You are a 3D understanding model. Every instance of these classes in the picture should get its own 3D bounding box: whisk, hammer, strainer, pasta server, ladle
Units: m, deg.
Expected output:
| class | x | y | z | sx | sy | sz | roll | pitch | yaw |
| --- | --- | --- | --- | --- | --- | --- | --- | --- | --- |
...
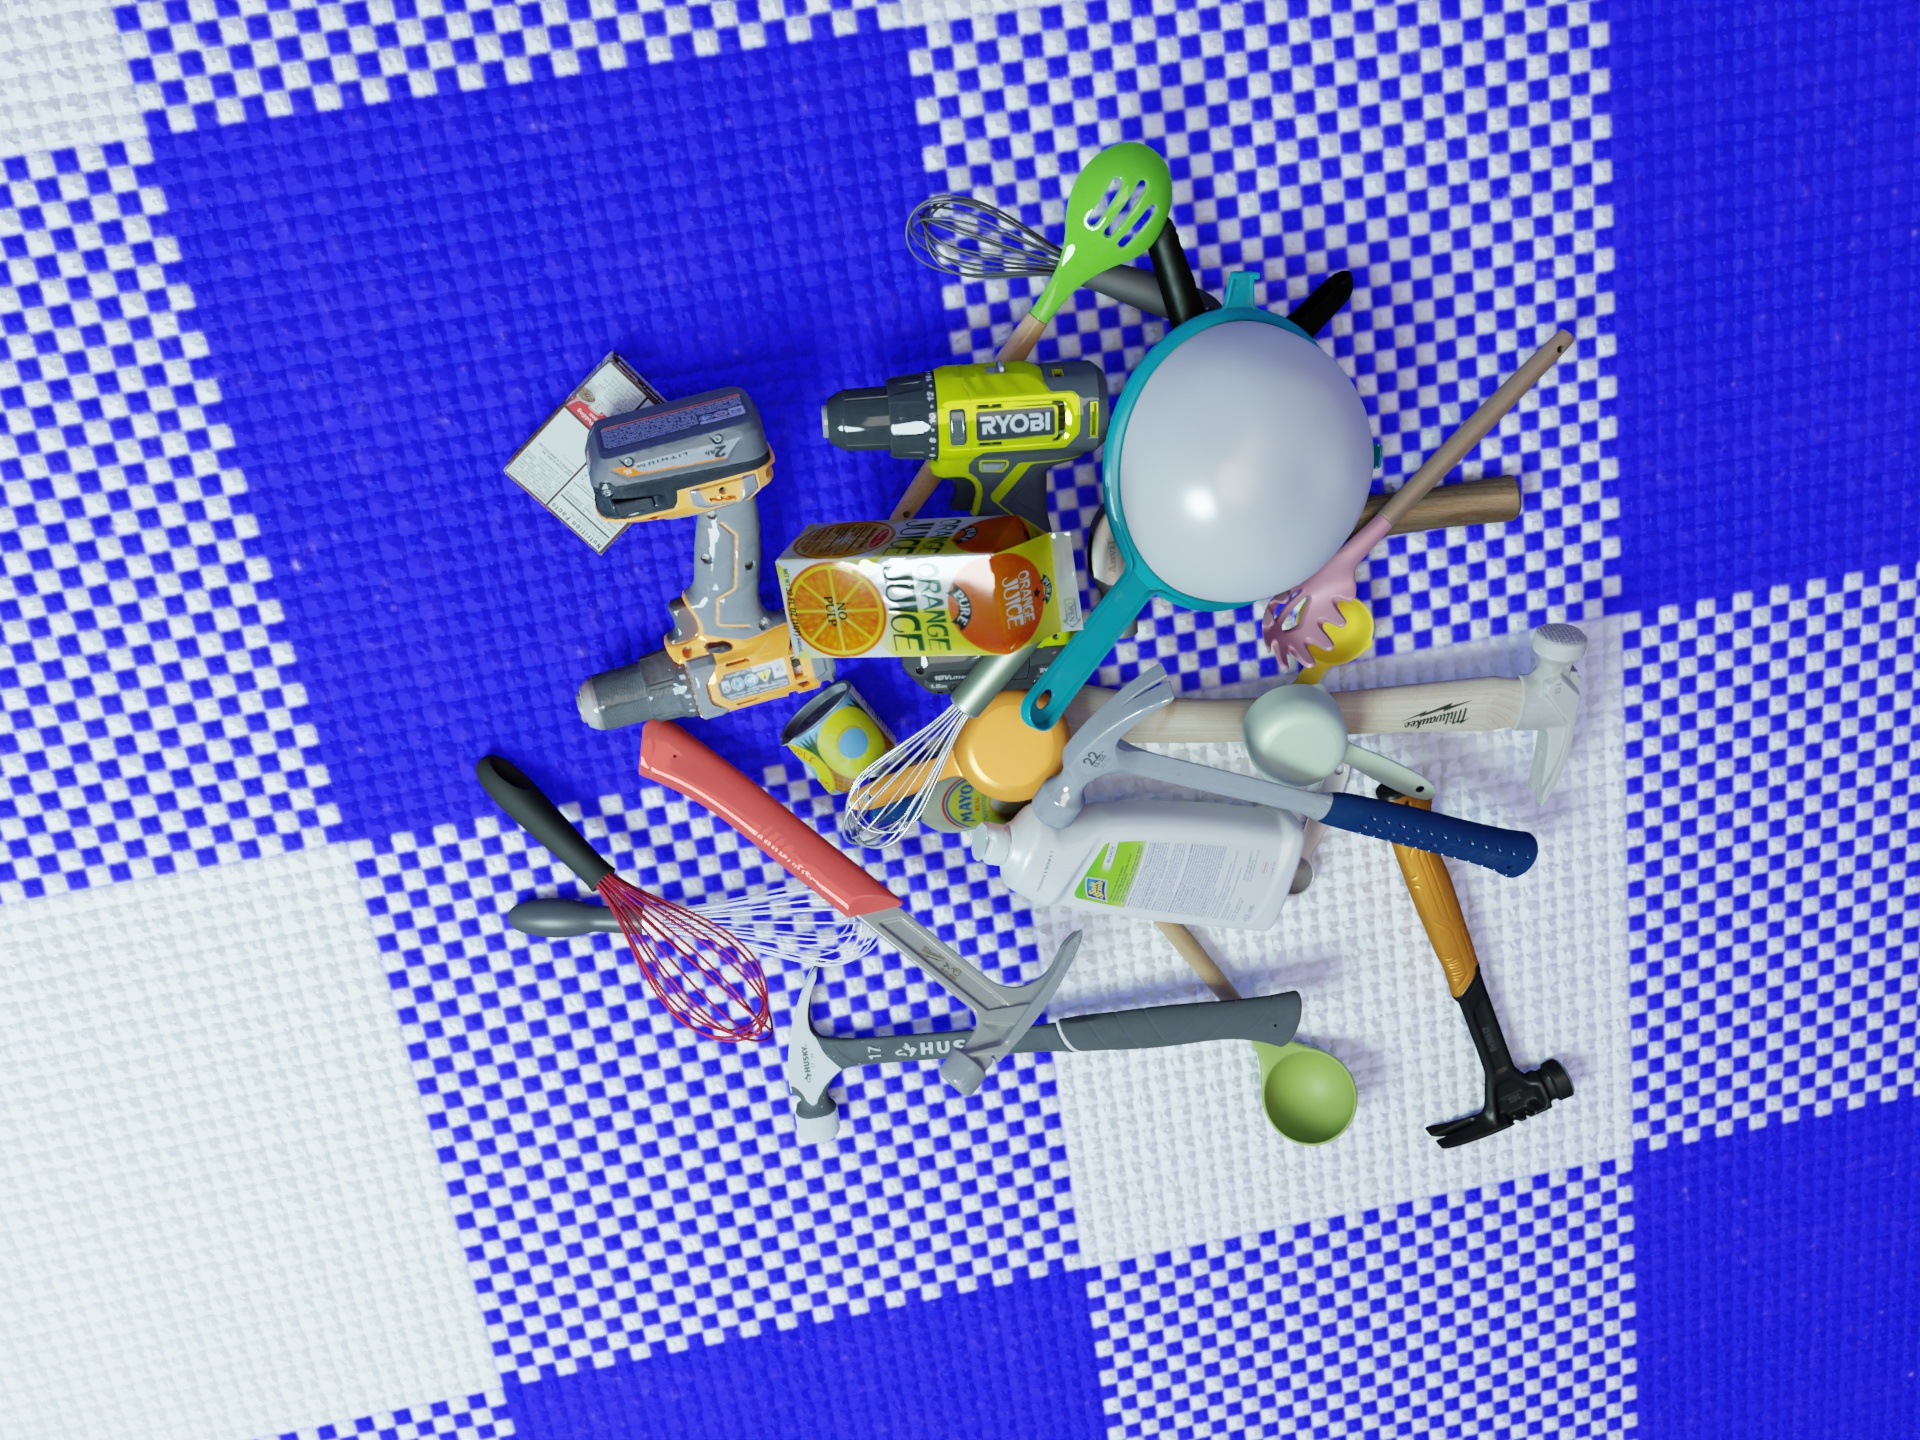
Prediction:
| class | x | y | z | sx | sy | sz | roll | pitch | yaw |
| --- | --- | --- | --- | --- | --- | --- | --- | --- | --- |
| whisk | 0.075 | -0.315 | 1.111 | 0.239 | 0.055 | 0.055 | 13 | 105 | -16 |
| hammer | -0.086 | 0.109 | 1.176 | 0.359 | 0.036 | 0.149 | 39 | 75 | -1 |
| whisk | -0.002 | -0.004 | 1.116 | 0.246 | 0.058 | 0.059 | -50 | 145 | 14 |
| hammer | 0.065 | 0.246 | 1.259 | 0.409 | 0.036 | 0.149 | -5 | 105 | 2 |
| whisk | -0.201 | 0.154 | 1.211 | 0.284 | 0.070 | 0.070 | 1 | 106 | -3 |
| hammer | 0.261 | 0.058 | 1.165 | 0.405 | 0.035 | 0.144 | 13 | 130 | -23 |
| strainer | 0.168 | -0.121 | 1.067 | 0.210 | 0.095 | 0.340 | 44 | 80 | -31 |
| pasta server | 0.333 | -0.164 | 1.161 | 0.316 | 0.040 | 0.060 | -46 | 119 | 5 |
| whisk | -0.246 | 0.130 | 1.160 | 0.296 | 0.073 | 0.073 | 43 | 98 | 4 |
| hammer | 0.264 | 0.005 | 1.218 | 0.410 | 0.038 | 0.146 | -2 | 120 | 0 |
| ladle | 0.212 | 0.218 | 1.283 | 0.078 | 0.062 | 0.320 | -39 | 105 | 3 |
| hammer | 0.402 | 0.198 | 1.312 | 0.127 | 0.034 | 0.336 | -24 | 108 | -1 |
| hammer | 0.258 | -0.148 | 1.191 | 0.331 | 0.031 | 0.130 | -9 | 108 | -5 |

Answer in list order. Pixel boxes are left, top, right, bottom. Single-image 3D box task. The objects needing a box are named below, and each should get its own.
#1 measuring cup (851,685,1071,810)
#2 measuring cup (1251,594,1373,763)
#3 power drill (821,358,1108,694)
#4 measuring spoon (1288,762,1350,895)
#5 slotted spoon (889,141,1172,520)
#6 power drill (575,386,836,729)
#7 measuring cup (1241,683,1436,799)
| class | x | y | z | sx | sy | sz | roll | pitch | yaw |
| --- | --- | --- | --- | --- | --- | --- | --- | --- | --- |
| measuring cup | -0.001 | 0.032 | 1.162 | 0.173 | 0.052 | 0.095 | -22 | 94 | -1 |
| measuring cup | 0.264 | -0.033 | 1.235 | 0.062 | 0.029 | 0.156 | 21 | 115 | -13 |
| power drill | 0.005 | -0.138 | 1.114 | 0.190 | 0.080 | 0.228 | -5 | 119 | -4 |
| measuring spoon | 0.283 | 0.082 | 1.275 | 0.034 | 0.018 | 0.124 | 21 | 96 | -11 |
| slotted spoon | 0.041 | -0.256 | 1.102 | 0.070 | 0.031 | 0.313 | 27 | 115 | -23 |
| power drill | -0.196 | -0.098 | 1.099 | 0.185 | 0.084 | 0.226 | -16 | 125 | -8 |
| measuring cup | 0.290 | 0.032 | 1.191 | 0.167 | 0.038 | 0.083 | 24 | 118 | -13 |
